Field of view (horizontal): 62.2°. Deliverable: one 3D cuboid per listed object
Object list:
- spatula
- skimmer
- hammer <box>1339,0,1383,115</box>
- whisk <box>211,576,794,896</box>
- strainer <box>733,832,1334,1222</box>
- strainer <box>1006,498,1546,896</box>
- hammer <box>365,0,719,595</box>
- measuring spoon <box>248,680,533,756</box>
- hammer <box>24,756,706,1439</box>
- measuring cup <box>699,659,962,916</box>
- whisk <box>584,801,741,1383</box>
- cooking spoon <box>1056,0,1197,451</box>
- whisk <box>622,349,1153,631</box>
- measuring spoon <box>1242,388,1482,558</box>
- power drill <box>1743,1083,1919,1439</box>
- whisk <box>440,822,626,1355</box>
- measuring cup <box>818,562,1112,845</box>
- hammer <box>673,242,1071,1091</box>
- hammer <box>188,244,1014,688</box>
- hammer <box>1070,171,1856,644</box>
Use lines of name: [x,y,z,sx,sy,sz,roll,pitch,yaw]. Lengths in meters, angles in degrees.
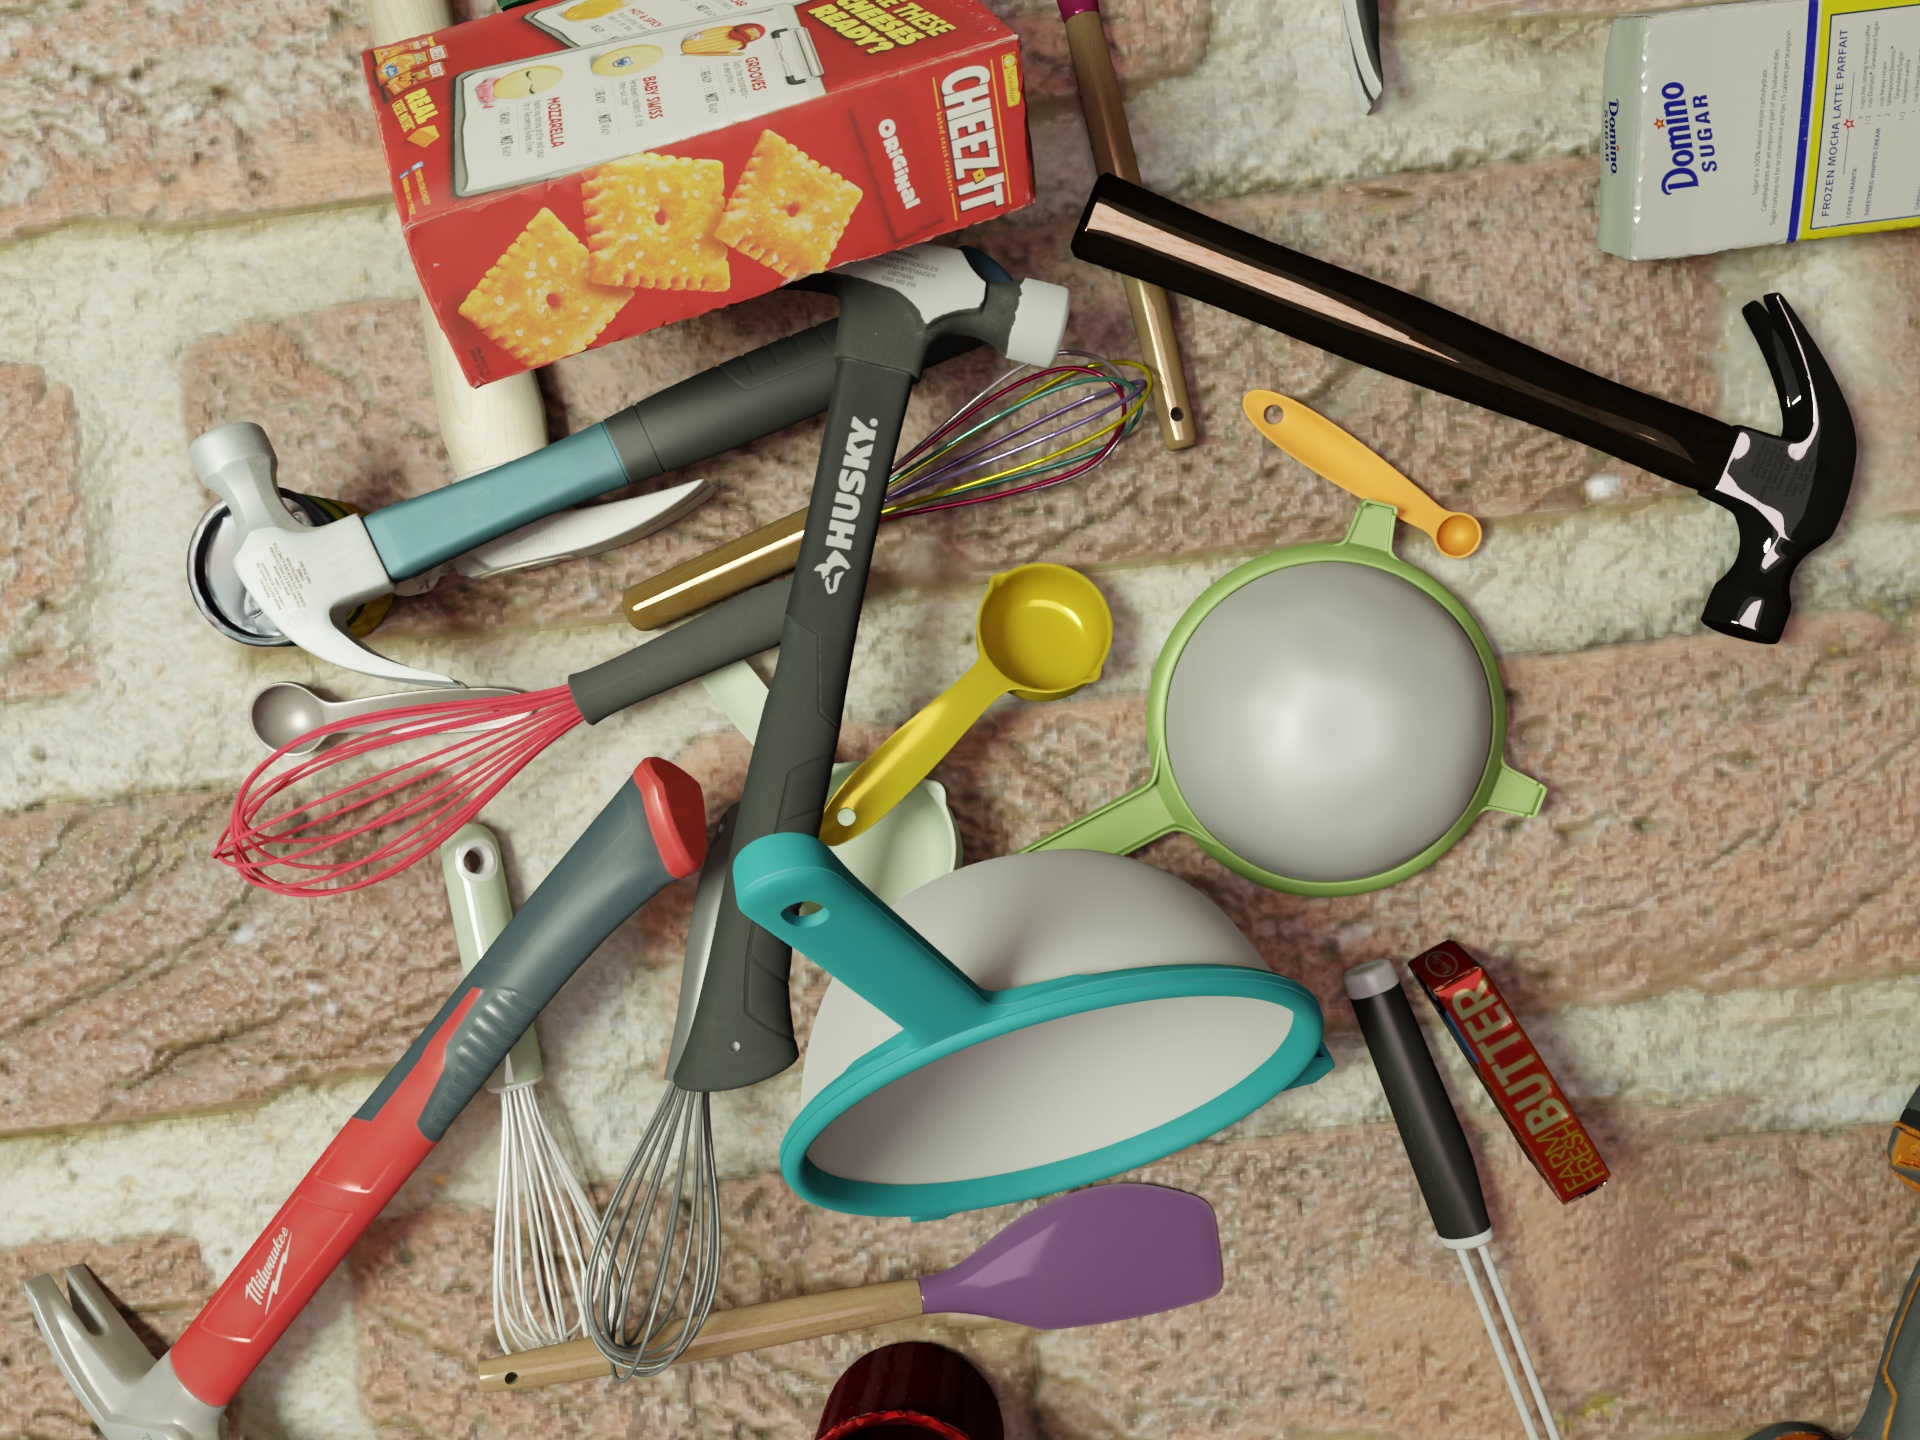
spatula: [-0.042,0.247,0.675,0.316,0.018,0.060,-8,91,-8]
skimmer: [0.221,0.280,0.648,0.127,0.090,0.363,-21,89,36]
hammer: [0.323,-0.317,0.642,0.337,0.034,0.127,0,92,3]
whisk: [-0.177,0.000,0.668,0.296,0.073,0.073,-24,91,1]
strainer: [0.003,0.084,0.569,0.211,0.340,0.095,-23,56,11]
strainer: [0.106,0.027,0.653,0.256,0.069,0.151,-28,91,5]
hammer: [-0.218,-0.268,0.677,0.146,0.038,0.410,-13,92,3]
measuring spoon: [-0.250,-0.005,0.704,0.124,0.018,0.034,-3,108,-3]
hammer: [-0.246,0.159,0.668,0.143,0.038,0.386,42,99,16]
measuring cup: [-0.064,0.024,0.687,0.083,0.038,0.168,-41,73,1]
whisk: [-0.112,0.149,0.661,0.055,0.055,0.239,9,75,3]
cooking spoon: [0.057,-0.270,0.668,0.069,0.017,0.319,-13,92,2]
whisk: [-0.032,-0.095,0.675,0.245,0.051,0.047,-23,70,8]
measuring spoon: [0.169,-0.106,0.675,0.117,0.011,0.021,34,105,5]
power drill: [0.386,0.258,0.602,0.084,0.164,0.226,26,92,2]
whisk: [-0.193,0.166,0.694,0.057,0.059,0.246,-11,88,-33]
measuring cup: [-0.001,-0.002,0.662,0.156,0.029,0.062,-43,82,-10]
hammer: [-0.062,-0.022,0.613,0.146,0.035,0.335,12,88,-5]
hammer: [-0.127,-0.115,0.643,0.331,0.033,0.128,-24,90,-8]
hammer: [0.205,-0.150,0.649,0.331,0.031,0.130,21,93,-2]
